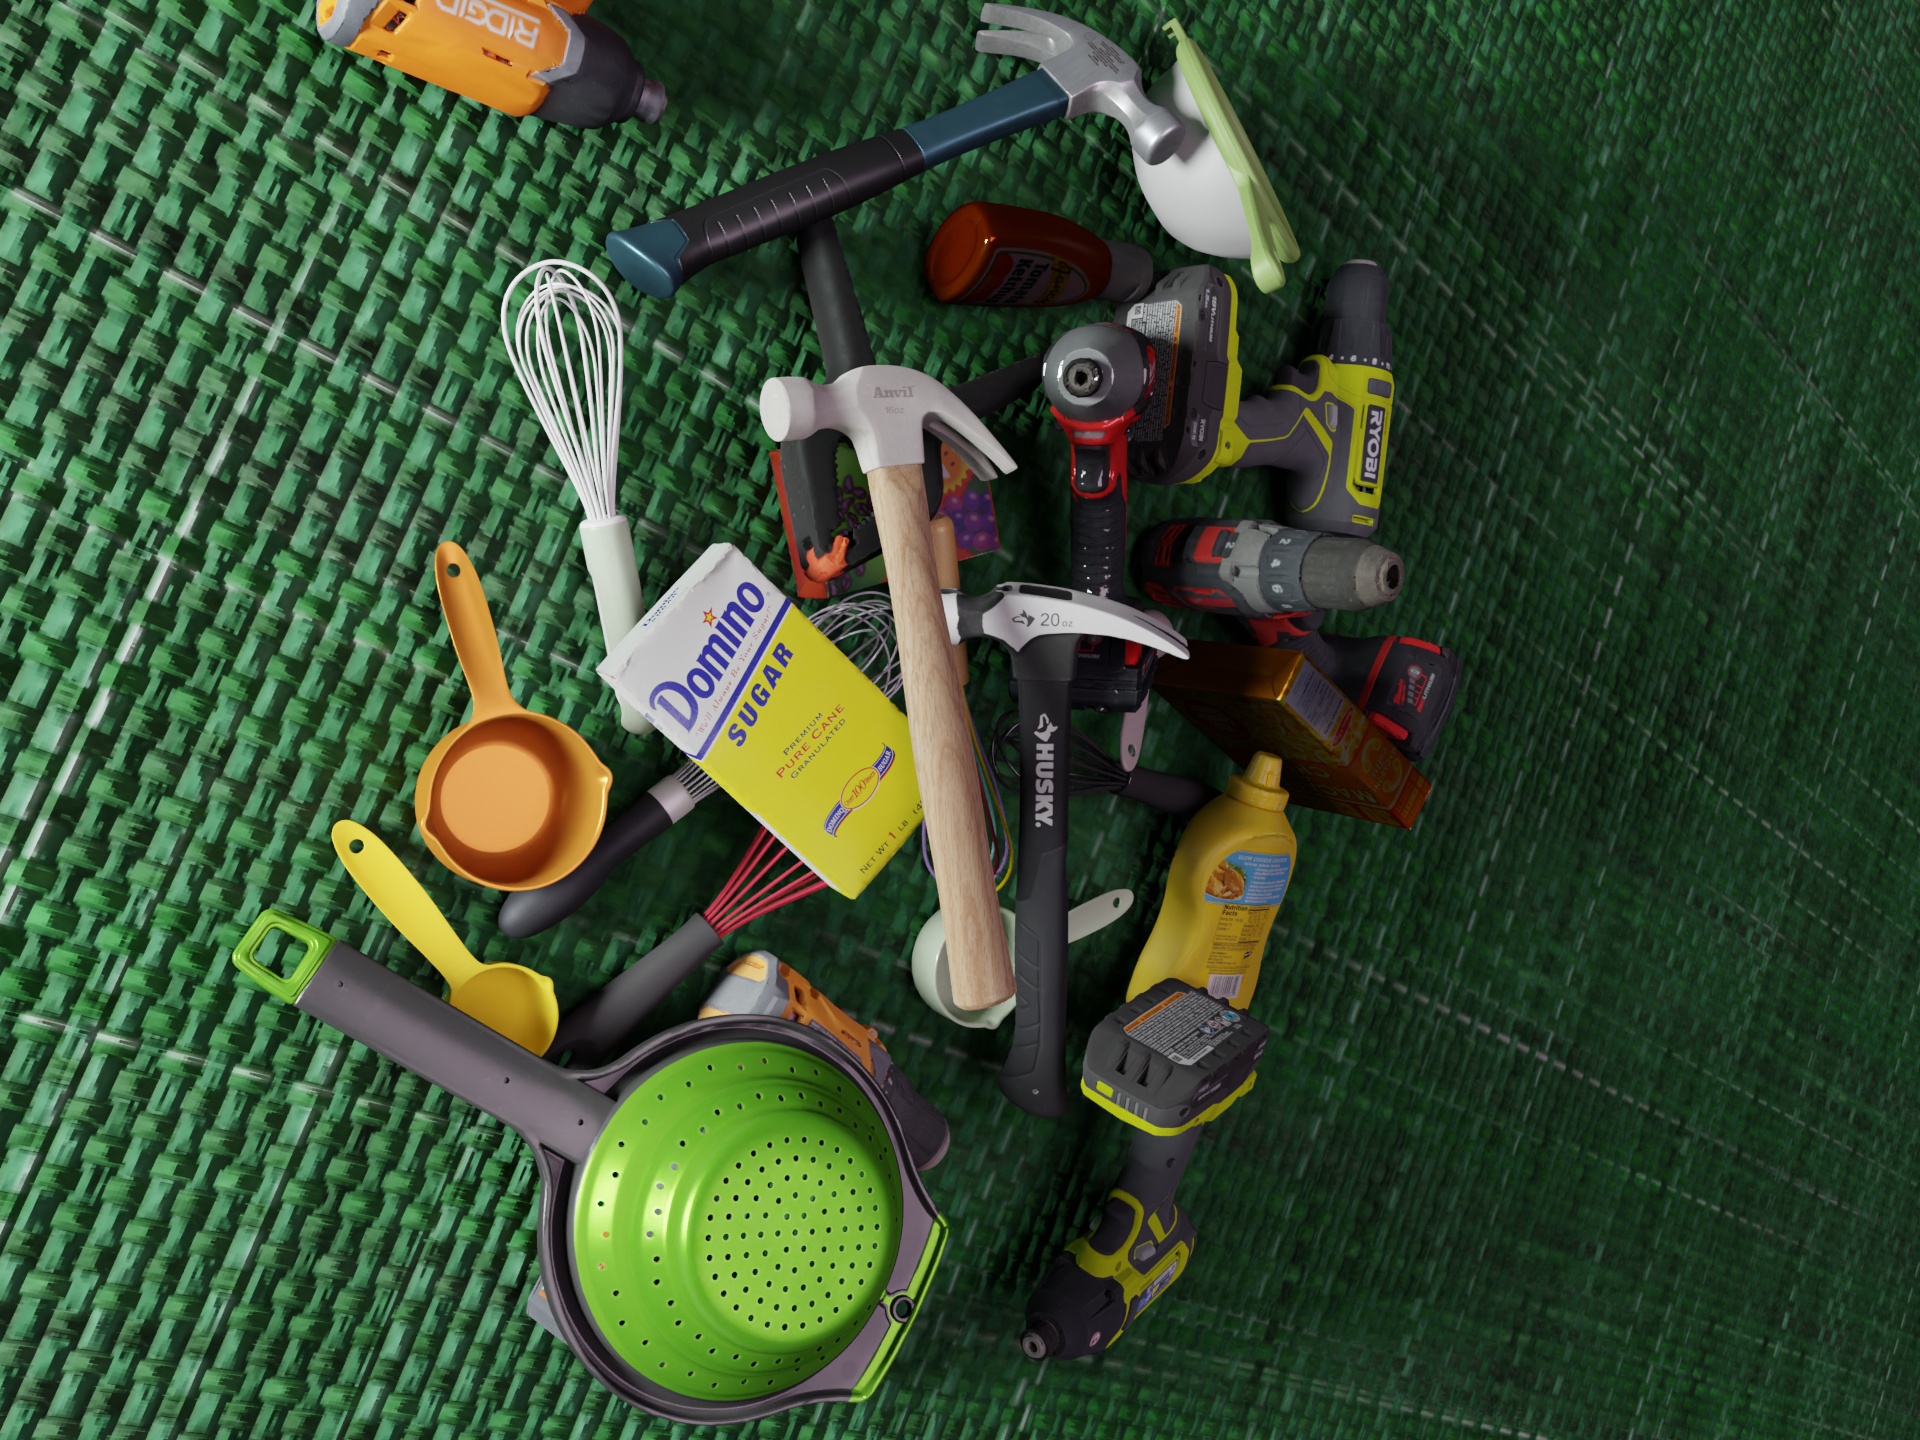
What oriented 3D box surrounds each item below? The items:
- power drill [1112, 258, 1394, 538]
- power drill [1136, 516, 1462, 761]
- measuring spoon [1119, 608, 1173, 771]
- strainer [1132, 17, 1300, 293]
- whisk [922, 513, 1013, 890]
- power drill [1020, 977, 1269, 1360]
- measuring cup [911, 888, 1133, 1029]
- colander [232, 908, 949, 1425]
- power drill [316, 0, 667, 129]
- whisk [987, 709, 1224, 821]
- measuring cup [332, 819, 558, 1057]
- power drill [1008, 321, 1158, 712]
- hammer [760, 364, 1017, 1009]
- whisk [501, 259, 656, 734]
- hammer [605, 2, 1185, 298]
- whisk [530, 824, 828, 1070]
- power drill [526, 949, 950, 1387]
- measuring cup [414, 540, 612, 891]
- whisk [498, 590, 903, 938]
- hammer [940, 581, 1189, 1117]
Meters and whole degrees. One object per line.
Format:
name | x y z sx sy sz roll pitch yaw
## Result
power drill | 0.207 -0.229 1.066 0.228 0.080 0.190 3 94 -39
power drill | 0.244 -0.059 1.047 0.226 0.188 0.080 36 74 -38
measuring spoon | 0.122 -0.021 1.037 0.034 0.018 0.124 38 52 -35
strainer | 0.149 -0.308 0.956 0.151 0.069 0.257 51 25 -32
whisk | 0.001 -0.003 0.940 0.051 0.047 0.244 -24 120 -36
power drill | 0.110 0.290 1.005 0.171 0.080 0.223 -16 124 -54
measuring cup | 0.040 0.137 1.013 0.167 0.038 0.083 -19 107 -35
colander | -0.162 0.203 0.765 0.397 0.094 0.204 35 67 -16
power drill | -0.196 -0.401 0.750 0.164 0.084 0.226 12 93 -37
whisk | 0.106 0.040 1.043 0.238 0.055 0.055 17 86 -40
measuring cup | -0.264 0.112 0.801 0.062 0.029 0.156 -41 105 -23
power drill | 0.078 -0.122 0.936 0.143 0.078 0.219 -46 139 -72
hammer | -0.012 -0.017 0.819 0.130 0.031 0.331 -12 94 -33
whisk | -0.186 -0.110 0.817 0.059 0.058 0.246 -8 106 0
hammer | -0.038 -0.307 0.873 0.331 0.033 0.128 -30 73 -22
whisk | -0.124 0.101 0.879 0.296 0.073 0.073 -42 118 -17
power drill | -0.111 0.269 0.895 0.185 0.084 0.226 45 65 -31
measuring cup | -0.236 -0.001 0.789 0.095 0.052 0.173 -17 95 -30
whisk | -0.131 0.023 0.862 0.284 0.070 0.070 -40 117 -20
hammer | 0.053 0.084 0.926 0.146 0.035 0.334 1 111 5
